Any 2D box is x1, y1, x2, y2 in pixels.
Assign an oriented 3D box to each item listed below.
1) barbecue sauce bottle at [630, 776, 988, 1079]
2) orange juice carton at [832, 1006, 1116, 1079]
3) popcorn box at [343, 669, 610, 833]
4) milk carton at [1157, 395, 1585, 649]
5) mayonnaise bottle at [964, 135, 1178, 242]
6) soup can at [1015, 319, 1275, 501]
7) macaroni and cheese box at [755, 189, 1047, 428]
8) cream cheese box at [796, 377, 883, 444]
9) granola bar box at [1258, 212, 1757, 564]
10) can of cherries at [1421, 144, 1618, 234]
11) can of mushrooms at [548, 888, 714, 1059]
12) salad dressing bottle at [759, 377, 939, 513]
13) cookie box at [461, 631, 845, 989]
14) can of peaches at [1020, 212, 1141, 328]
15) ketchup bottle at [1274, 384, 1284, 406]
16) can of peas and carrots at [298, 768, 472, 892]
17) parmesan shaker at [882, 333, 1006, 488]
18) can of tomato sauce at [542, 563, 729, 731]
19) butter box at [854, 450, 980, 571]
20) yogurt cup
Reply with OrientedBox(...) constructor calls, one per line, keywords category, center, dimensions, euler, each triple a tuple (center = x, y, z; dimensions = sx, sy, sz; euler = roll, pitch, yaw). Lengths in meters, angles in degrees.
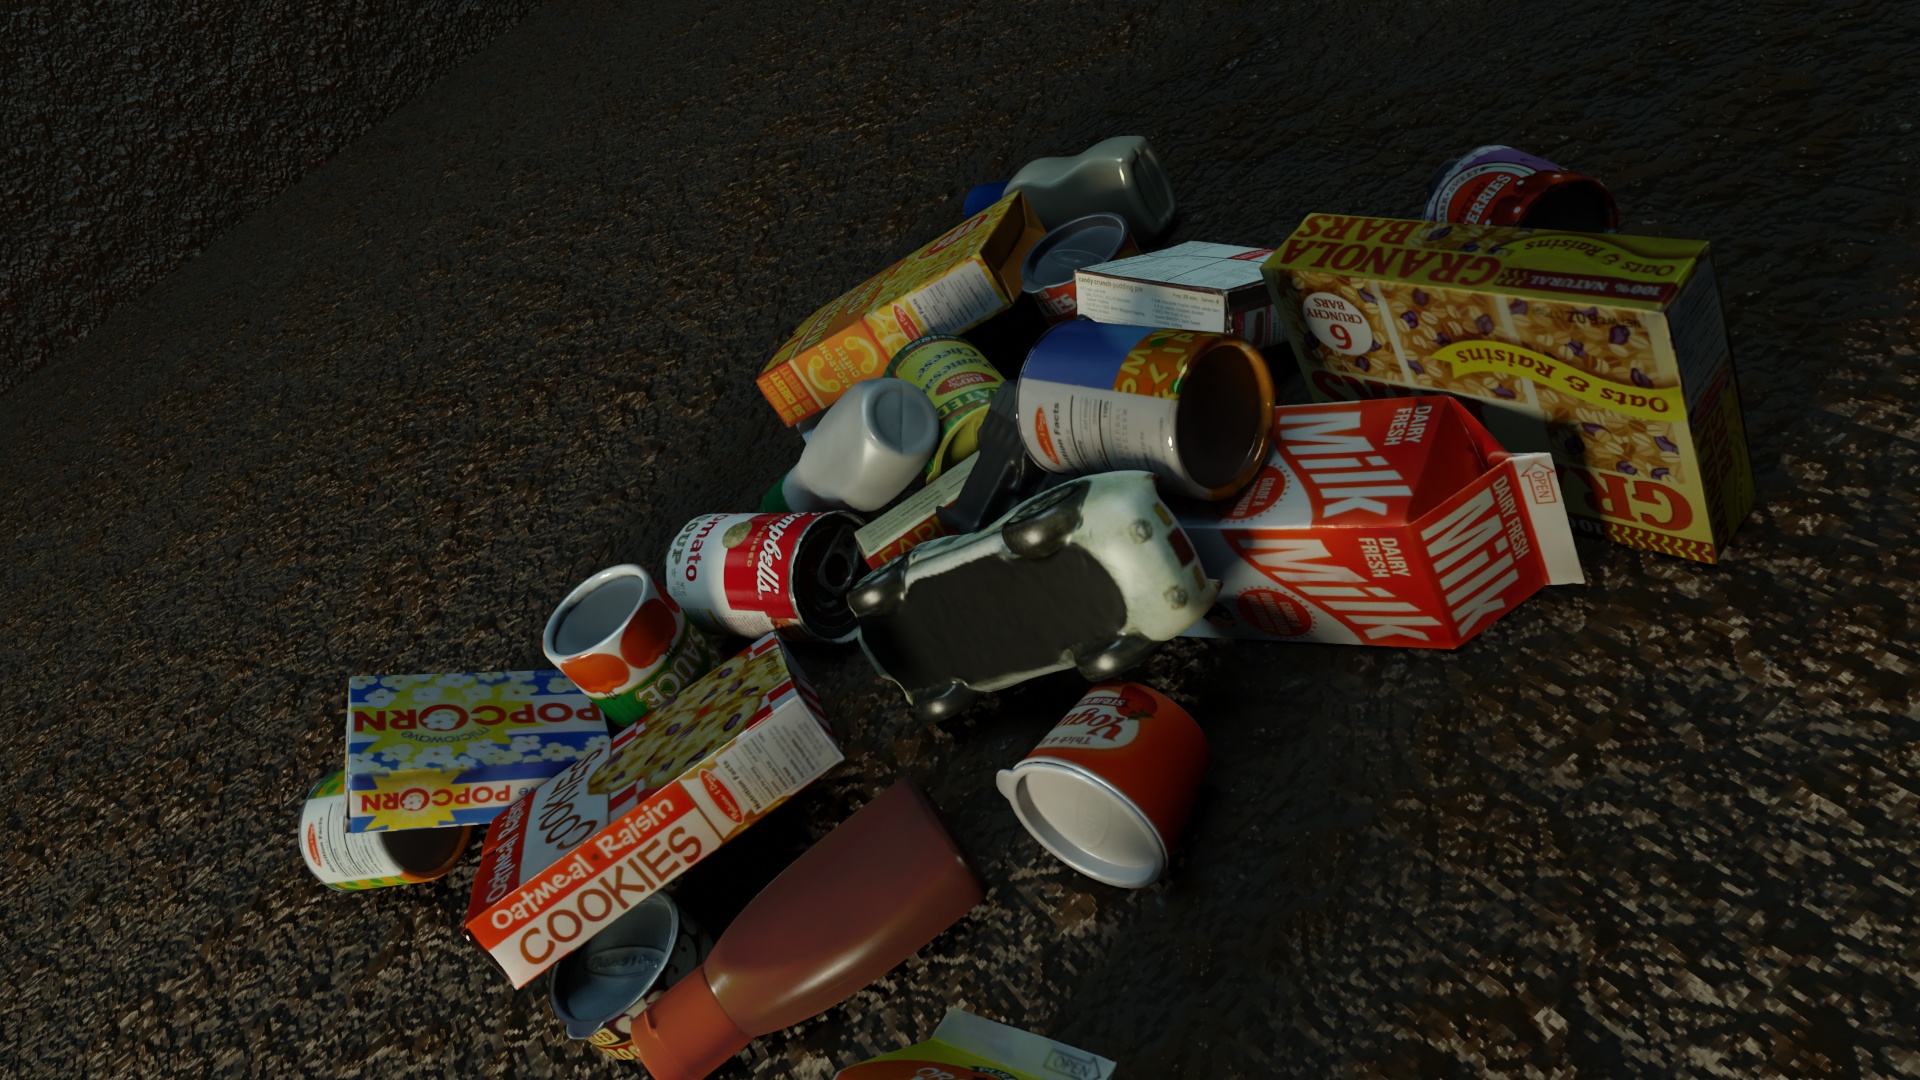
OrientedBox(category="barbecue sauce bottle", center=(-0.063, 0.162, 0.559), dimensions=(0.148, 0.043, 0.065), euler=(-37, 35, -4))
OrientedBox(category="orange juice carton", center=(-0.022, 0.235, 0.417), dimensions=(0.072, 0.072, 0.193), euler=(3, 49, 41))
OrientedBox(category="popcorn box", center=(-0.247, 0.105, 0.713), dimensions=(0.127, 0.038, 0.085), euler=(0, 28, -23))
OrientedBox(category="milk carton", center=(0.148, -0.007, 0.567), dimensions=(0.190, 0.072, 0.074), euler=(1, 47, 38))
OrientedBox(category="mayonnaise bottle", center=(0.065, -0.218, 0.890), dimensions=(0.148, 0.064, 0.041), euler=(6, 48, 46))
OrientedBox(category="soup can", center=(0.076, -0.055, 0.562), dimensions=(0.084, 0.071, 0.071), euler=(14, 57, 47))
OrientedBox(category="macaroni and cheese box", center=(-0.034, -0.143, 0.852), dimensions=(0.166, 0.040, 0.124), euler=(-25, 20, 25))
OrientedBox(category="cream cheese box", center=(-0.048, -0.082, 0.848), dimensions=(0.104, 0.024, 0.053), euler=(-34, 34, -1))
OrientedBox(category="granola bar box", center=(0.210, -0.063, 0.540), dimensions=(0.039, 0.123, 0.165), euler=(-47, 38, -18))
OrientedBox(category="can of cherries", center=(0.257, -0.145, 0.645), dimensions=(0.071, 0.071, 0.058), euler=(-35, 36, -2))
OrientedBox(category="can of mushrooms", center=(-0.142, 0.188, 0.598), dimensions=(0.071, 0.033, 0.071), euler=(-20, 37, 17))
OrientedBox(category="salad dressing bottle", center=(-0.064, -0.038, 0.744), dimensions=(0.147, 0.044, 0.064), euler=(-32, 53, 55))
OrientedBox(category="cookie box", center=(-0.140, 0.115, 0.636), dimensions=(0.167, 0.040, 0.123), euler=(-34, 15, -6))
OrientedBox(category="can of peaches", center=(0.074, -0.143, 0.796), dimensions=(0.071, 0.058, 0.071), euler=(-21, 38, 17))
OrientedBox(category="ketchup bottle", center=(0.093, -0.072, 0.711), dimensions=(0.065, 0.043, 0.149), euler=(-41, 36, -13))
OrientedBox(category="can of peas and carrots", center=(-0.304, 0.150, 0.742), dimensions=(0.058, 0.070, 0.071), euler=(-13, 41, 26))
OrientedBox(category="parmesan shaker", center=(-0.001, -0.064, 0.753), dimensions=(0.071, 0.071, 0.103), euler=(-34, 36, -1))
OrientedBox(category="can of tomato sauce", center=(-0.163, 0.062, 0.718), dimensions=(0.071, 0.082, 0.071), euler=(-22, 37, 18))
OrientedBox(category="butter box", center=(0.002, -0.009, 0.699), dimensions=(0.103, 0.053, 0.024), euler=(-34, 38, 0))
OrientedBox(category="yogurt cup", center=(0.060, 0.091, 0.531), dimensions=(0.072, 0.072, 0.054), euler=(5, 43, 41))
